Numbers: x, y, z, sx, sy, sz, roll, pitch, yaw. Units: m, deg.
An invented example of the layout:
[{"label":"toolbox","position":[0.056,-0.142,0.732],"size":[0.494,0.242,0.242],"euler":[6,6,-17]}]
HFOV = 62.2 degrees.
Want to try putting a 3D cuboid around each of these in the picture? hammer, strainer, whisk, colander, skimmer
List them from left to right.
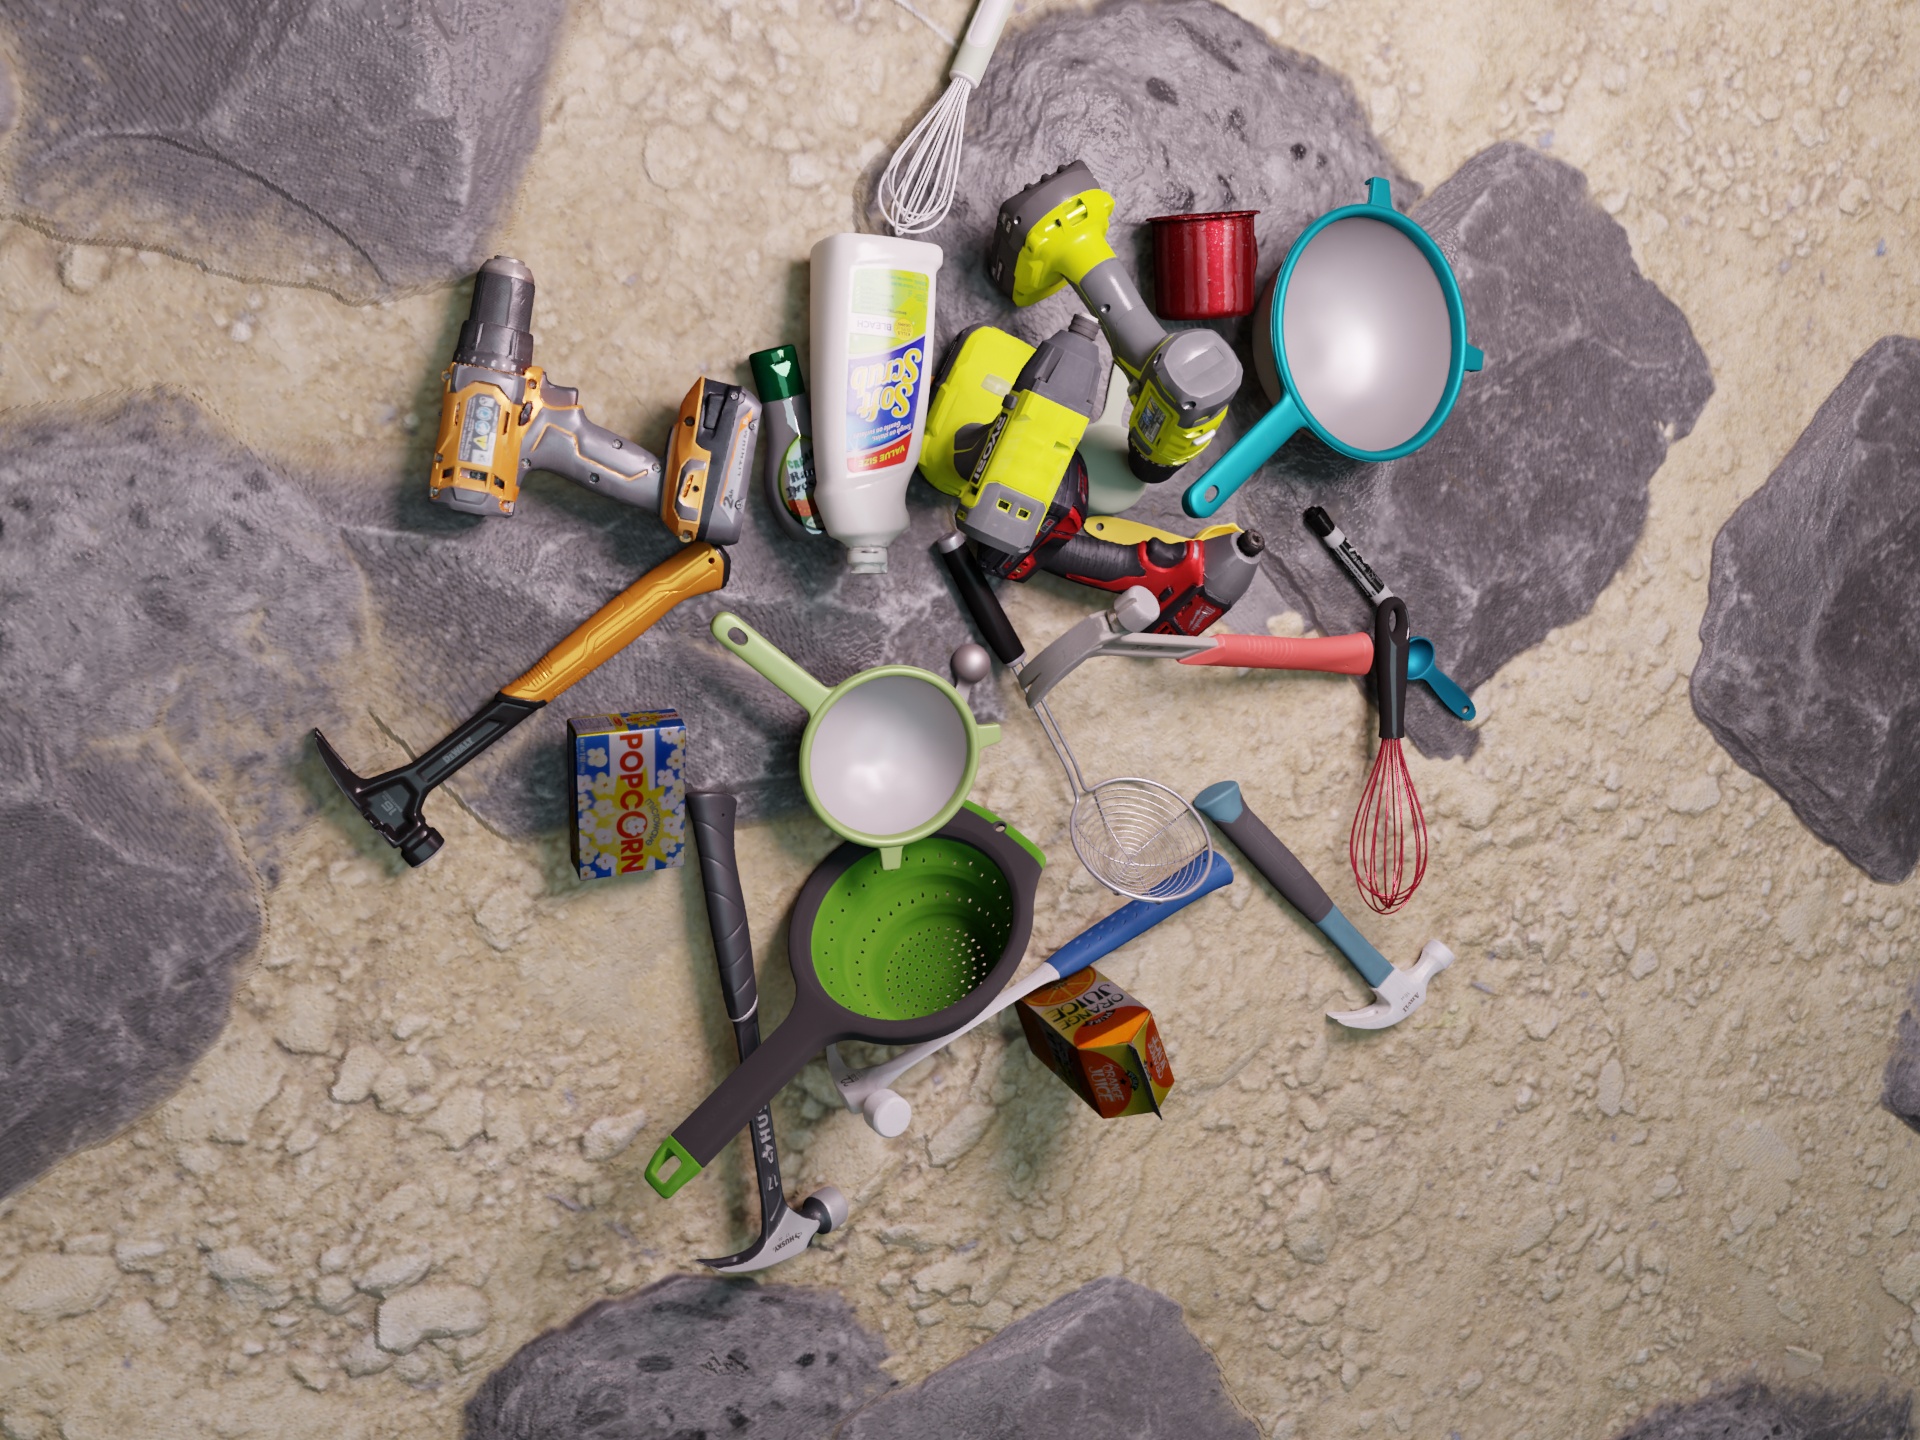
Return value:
[{"label":"hammer","position":[-0.320,-0.038,1.211],"size":[0.337,0.034,0.127],"euler":[-38,112,-9]},{"label":"hammer","position":[-0.179,0.255,1.301],"size":[0.149,0.036,0.409],"euler":[-19,104,-49]},{"label":"strainer","position":[-0.103,-0.007,1.279],"size":[0.256,0.069,0.151],"euler":[39,88,-22]},{"label":"colander","position":[-0.088,0.240,1.283],"size":[0.397,0.205,0.094],"euler":[-44,144,-17]},{"label":"whisk","position":[-0.001,-0.489,1.230],"size":[0.058,0.059,0.246],"euler":[23,88,5]},{"label":"hammer","position":[0.066,0.219,1.375],"size":[0.405,0.144,0.035],"euler":[-28,112,-22]},{"label":"skimmer","position":[0.094,-0.005,1.340],"size":[0.127,0.090,0.363],"euler":[-43,113,-36]},{"label":"hammer","position":[0.222,-0.055,1.353],"size":[0.359,0.149,0.037],"euler":[1,62,-40]},{"label":"strainer","position":[0.279,-0.279,1.330],"size":[0.340,0.095,0.210],"euler":[-44,112,-18]},{"label":"hammer","position":[0.333,0.170,1.495],"size":[0.128,0.033,0.330],"euler":[-48,112,-7]},{"label":"whisk","position":[0.395,0.034,1.460],"size":[0.073,0.073,0.296],"euler":[-3,97,-20]}]

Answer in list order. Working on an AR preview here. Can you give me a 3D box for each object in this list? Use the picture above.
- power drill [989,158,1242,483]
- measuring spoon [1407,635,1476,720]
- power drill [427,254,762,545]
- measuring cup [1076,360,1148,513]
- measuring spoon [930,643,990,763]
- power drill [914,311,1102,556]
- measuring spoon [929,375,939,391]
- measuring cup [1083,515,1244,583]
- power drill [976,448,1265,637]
[{"label":"power drill","position":[0.119,-0.297,1.235],"size":[0.080,0.190,0.228],"euler":[-33,81,-11]},{"label":"measuring spoon","position":[0.448,-0.038,1.506],"size":[0.128,0.021,0.042],"euler":[37,94,-32]},{"label":"power drill","position":[-0.263,-0.228,1.165],"size":[0.226,0.084,0.185],"euler":[9,96,-13]},{"label":"measuring cup","position":[0.134,-0.254,1.329],"size":[0.083,0.038,0.167],"euler":[11,99,-22]},{"label":"measuring spoon","position":[-0.002,-0.004,1.343],"size":[0.034,0.018,0.124],"euler":[15,96,-22]},{"label":"power drill","position":[0.036,-0.227,1.190],"size":[0.080,0.223,0.171],"euler":[21,101,-19]},{"label":"measuring spoon","position":[0.020,-0.251,1.306],"size":[0.116,0.011,0.021],"euler":[27,99,-19]},{"label":"measuring cup","position":[0.179,-0.154,1.381],"size":[0.156,0.029,0.062],"euler":[13,97,-10]},{"label":"power drill","position":[0.134,-0.141,1.301],"size":[0.219,0.143,0.079],"euler":[22,52,-22]}]
